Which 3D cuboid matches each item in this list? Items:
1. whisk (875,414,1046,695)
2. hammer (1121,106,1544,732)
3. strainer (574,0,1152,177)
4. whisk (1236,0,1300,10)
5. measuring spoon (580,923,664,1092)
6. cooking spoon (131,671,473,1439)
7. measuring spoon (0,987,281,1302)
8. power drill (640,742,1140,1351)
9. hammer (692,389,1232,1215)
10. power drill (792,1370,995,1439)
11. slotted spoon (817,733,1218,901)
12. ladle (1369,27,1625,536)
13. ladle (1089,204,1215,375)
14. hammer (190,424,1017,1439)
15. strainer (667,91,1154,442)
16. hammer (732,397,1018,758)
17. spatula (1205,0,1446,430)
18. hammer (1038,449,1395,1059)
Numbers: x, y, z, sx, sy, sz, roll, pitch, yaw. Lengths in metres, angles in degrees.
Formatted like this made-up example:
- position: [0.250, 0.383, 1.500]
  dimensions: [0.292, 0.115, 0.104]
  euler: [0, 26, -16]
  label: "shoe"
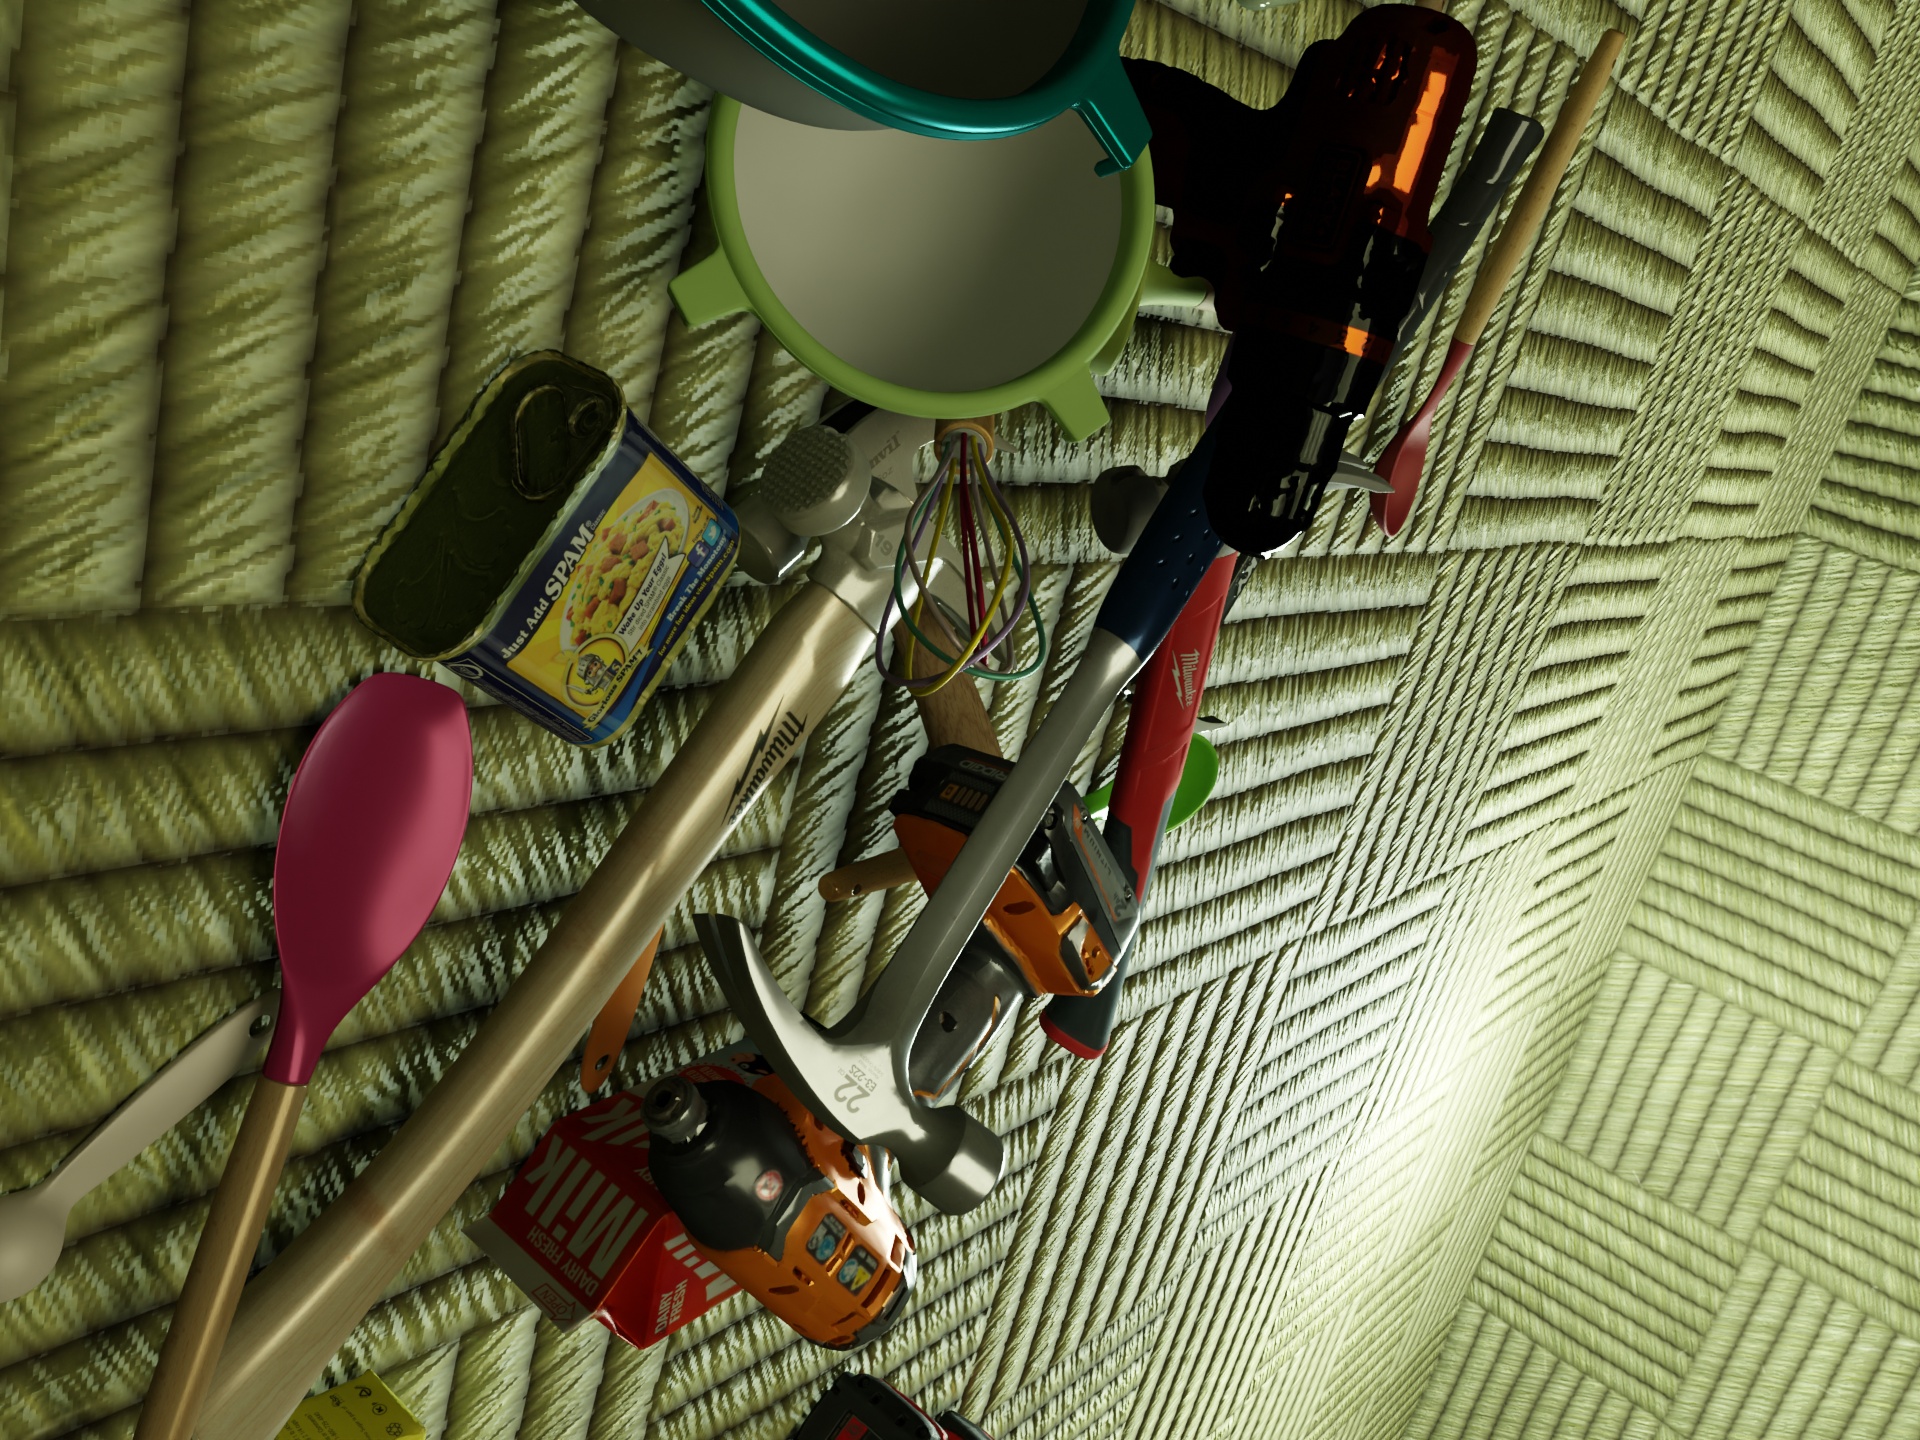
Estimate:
- position: [0.004, -0.086, 0.548]
  dimensions: [0.245, 0.051, 0.047]
  euler: [-88, -174, -54]
  label: "whisk"
- position: [0.212, -0.168, 0.886]
  dimensions: [0.409, 0.036, 0.149]
  euler: [-58, 155, -5]
  label: "hammer"
- position: [-0.099, -0.233, 0.362]
  dimensions: [0.340, 0.095, 0.211]
  euler: [-5, 85, -43]
  label: "strainer"
- position: [0.209, -0.366, 0.755]
  dimensions: [0.246, 0.058, 0.059]
  euler: [-29, 162, -35]
  label: "whisk"
- position: [-0.130, 0.102, 0.648]
  dimensions: [0.021, 0.011, 0.117]
  euler: [8, 106, -56]
  label: "measuring spoon"
- position: [-0.223, 0.137, 0.504]
  dimensions: [0.068, 0.017, 0.319]
  euler: [21, 87, -56]
  label: "cooking spoon"
- position: [-0.253, 0.130, 0.491]
  dimensions: [0.124, 0.018, 0.034]
  euler: [-46, 144, -26]
  label: "measuring spoon"
- position: [-0.029, 0.122, 0.639]
  dimensions: [0.226, 0.084, 0.164]
  euler: [-54, 138, -22]
  label: "power drill"
- position: [0.052, -0.024, 0.616]
  dimensions: [0.144, 0.035, 0.406]
  euler: [44, 65, -24]
  label: "hammer"
- position: [-0.048, 0.497, 0.998]
  dimensions: [0.143, 0.079, 0.219]
  euler: [-51, 149, -16]
  label: "power drill"
- position: [0.040, 0.053, 0.840]
  dimensions: [0.313, 0.031, 0.070]
  euler: [-13, 123, -48]
  label: "slotted spoon"
- position: [0.313, -0.251, 0.951]
  dimensions: [0.069, 0.031, 0.315]
  euler: [-35, 151, -50]
  label: "ladle"
- position: [0.134, -0.201, 0.761]
  dimensions: [0.320, 0.062, 0.078]
  euler: [-13, 122, -53]
  label: "ladle"
- position: [-0.133, 0.093, 0.579]
  dimensions: [0.410, 0.038, 0.146]
  euler: [-53, 143, -4]
  label: "hammer"
- position: [-0.004, -0.226, 0.541]
  dimensions: [0.151, 0.069, 0.256]
  euler: [13, 87, -18]
  label: "strainer"
- position: [-0.001, -0.002, 0.713]
  dimensions: [0.130, 0.031, 0.331]
  euler: [-46, 139, -25]
  label: "hammer"
- position: [0.180, -0.254, 0.767]
  dimensions: [0.316, 0.018, 0.059]
  euler: [-61, 154, -23]
  label: "spatula"
- position: [0.108, 0.034, 0.823]
  dimensions: [0.143, 0.038, 0.386]
  euler: [-10, 132, -22]
  label: "hammer"
